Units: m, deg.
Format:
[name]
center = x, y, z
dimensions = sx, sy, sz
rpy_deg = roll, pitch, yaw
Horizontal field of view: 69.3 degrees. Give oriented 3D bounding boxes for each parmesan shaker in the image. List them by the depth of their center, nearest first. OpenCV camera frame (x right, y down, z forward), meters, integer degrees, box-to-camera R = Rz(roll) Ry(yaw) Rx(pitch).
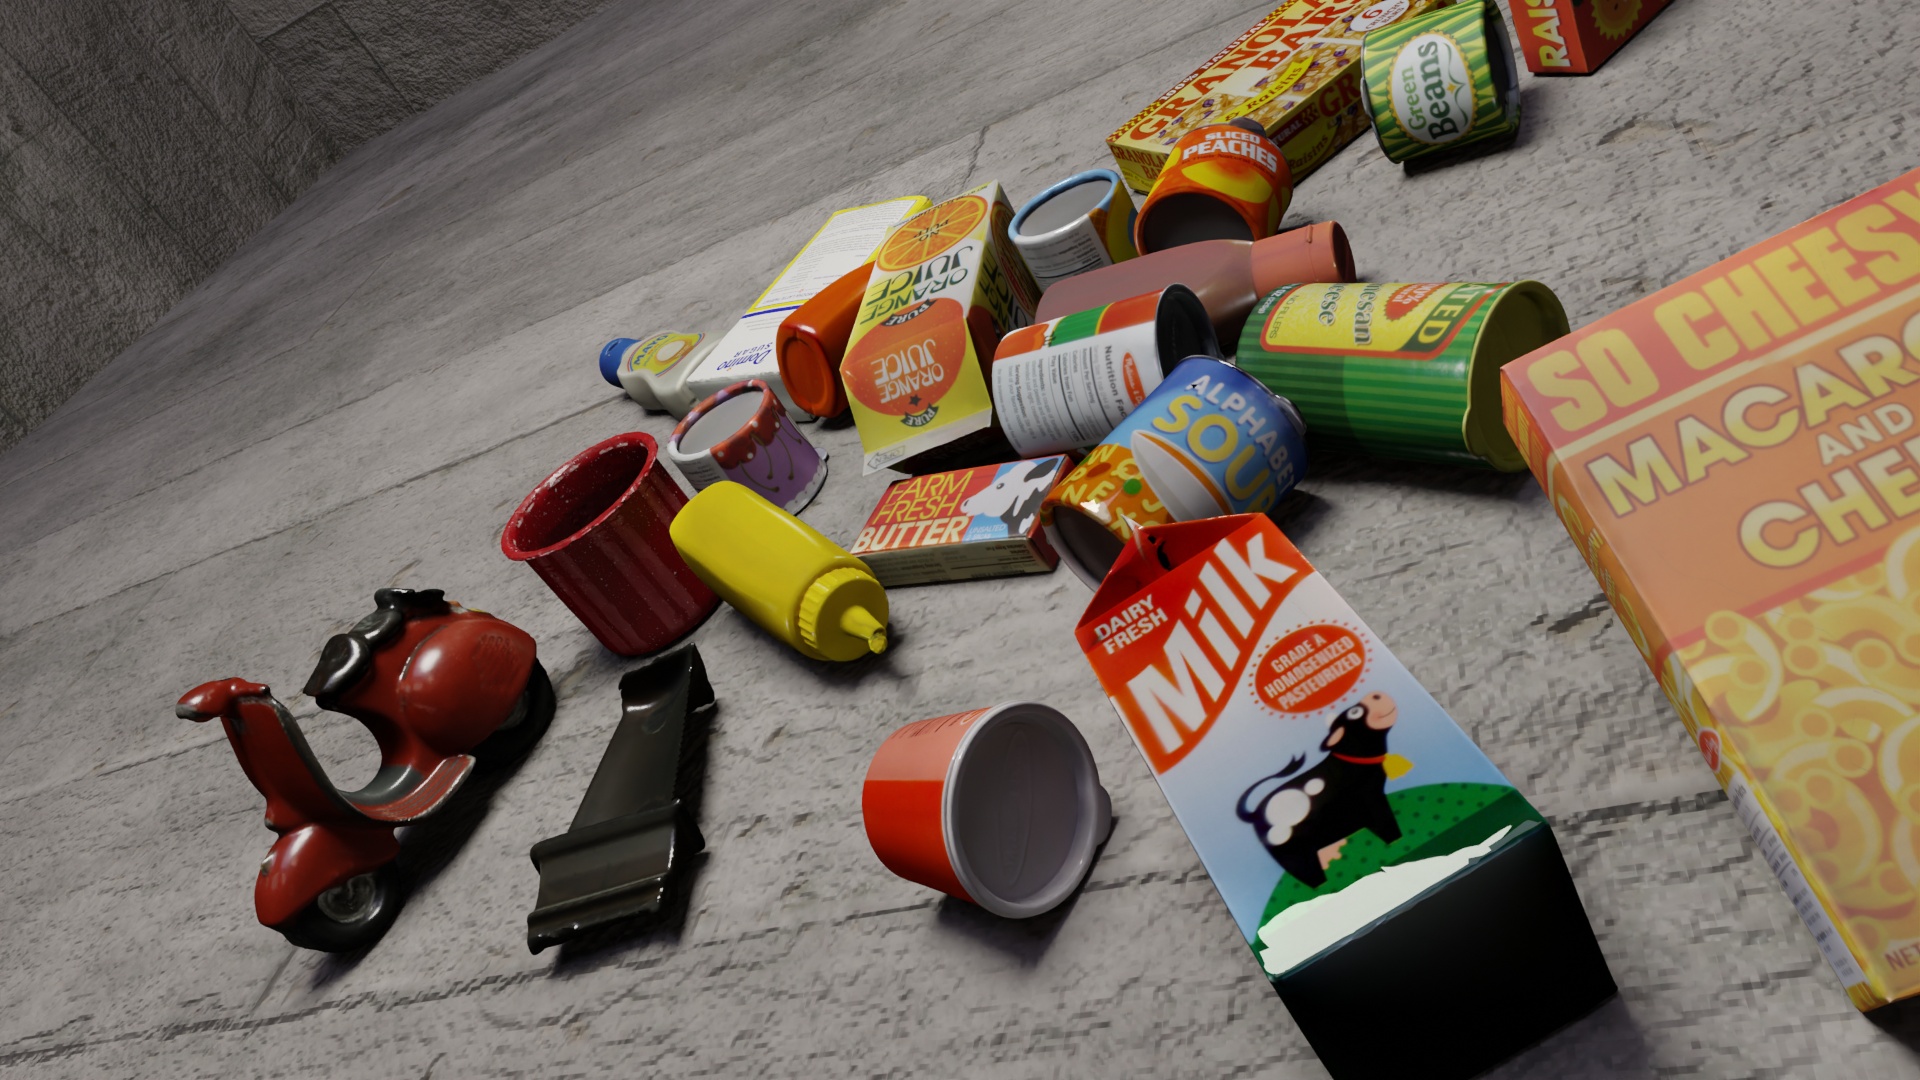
[parmesan shaker]
center = 0.160, -0.062, 0.515
dimensions = 0.103, 0.071, 0.071
rpy_deg = 12, 53, 50

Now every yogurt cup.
[yogurt cup]
center = 0.005, 0.087, 0.457
dimensions = 0.054, 0.072, 0.073
rpy_deg = -8, 38, 48

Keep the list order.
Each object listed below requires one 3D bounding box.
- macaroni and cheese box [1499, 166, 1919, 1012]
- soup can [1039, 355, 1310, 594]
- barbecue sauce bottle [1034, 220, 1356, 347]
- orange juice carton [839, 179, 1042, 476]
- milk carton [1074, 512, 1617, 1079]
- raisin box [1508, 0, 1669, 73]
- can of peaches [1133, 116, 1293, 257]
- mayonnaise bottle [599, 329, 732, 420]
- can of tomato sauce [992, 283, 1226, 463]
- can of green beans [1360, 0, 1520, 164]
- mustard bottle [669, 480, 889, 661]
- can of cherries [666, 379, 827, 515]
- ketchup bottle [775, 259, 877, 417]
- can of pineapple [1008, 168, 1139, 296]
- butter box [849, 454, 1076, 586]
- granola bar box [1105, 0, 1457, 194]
[macaroni and cheese box]
center = 0.223, 0.005, 0.323
dimensions = 0.123, 0.040, 0.167
rpy_deg = -26, 61, 12
[soup can]
center = 0.082, -0.019, 0.527
dimensions = 0.084, 0.071, 0.071
rpy_deg = -45, 33, -17
[barbecue sauce bottle]
center = 0.109, -0.114, 0.657
dimensions = 0.148, 0.043, 0.065
rpy_deg = -11, 44, 31
[orange juice carton]
center = -0.005, -0.103, 0.717
dimensions = 0.071, 0.072, 0.194
rpy_deg = -19, 35, 23
[milk carton]
center = 0.093, 0.059, 0.404
dimensions = 0.073, 0.072, 0.191
rpy_deg = -32, 31, 4
[raisin box]
center = 0.321, -0.300, 0.682
dimensions = 0.124, 0.086, 0.040
rpy_deg = -42, 34, -14
[can of peaches]
center = 0.126, -0.164, 0.686
dimensions = 0.071, 0.071, 0.058
rpy_deg = -6, 42, 38
[mayonnaise bottle]
center = -0.198, -0.115, 0.940
dimensions = 0.065, 0.041, 0.148
rpy_deg = -49, 35, -20
[can of tomato sauce]
center = 0.067, -0.072, 0.617
dimensions = 0.083, 0.071, 0.071
rpy_deg = -10, 38, 34
[can of green beans]
center = 0.233, -0.223, 0.673
dimensions = 0.057, 0.071, 0.071
rpy_deg = -8, 39, 34
[mustard bottle]
center = -0.073, 0.020, 0.623
dimensions = 0.049, 0.065, 0.160
rpy_deg = -48, 39, -13
[can of cherries]
center = -0.114, -0.047, 0.752
dimensions = 0.071, 0.058, 0.072
rpy_deg = -24, 33, 16
[ketchup bottle]
center = -0.046, -0.135, 0.815
dimensions = 0.043, 0.064, 0.149
rpy_deg = 20, 47, 28
[can of pineapple]
center = 0.067, -0.157, 0.741
dimensions = 0.071, 0.057, 0.071
rpy_deg = -24, 32, 16
[butter box]
center = 0.002, -0.008, 0.625
dimensions = 0.103, 0.024, 0.053
rpy_deg = -7, 41, 37
[granola bar box]
center = 0.182, -0.253, 0.788
dimensions = 0.166, 0.039, 0.124
rpy_deg = -38, 32, -8
